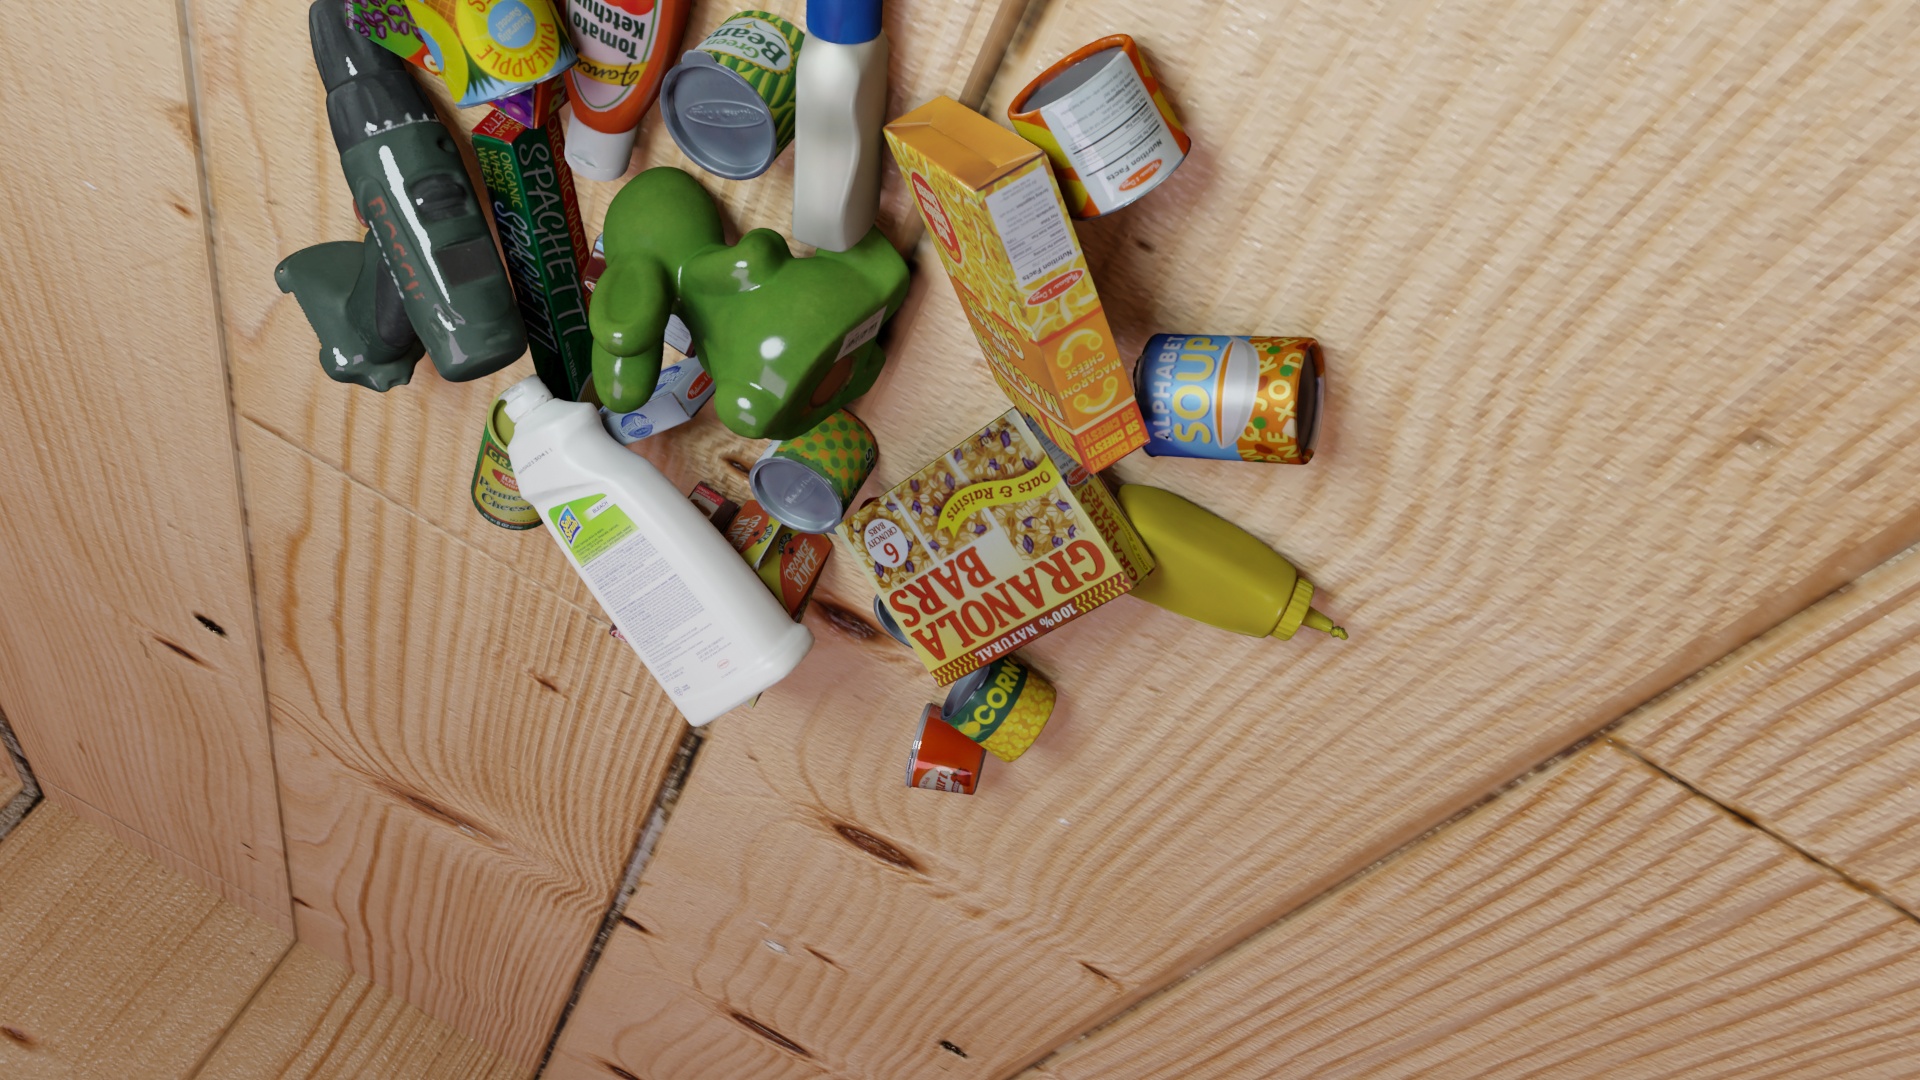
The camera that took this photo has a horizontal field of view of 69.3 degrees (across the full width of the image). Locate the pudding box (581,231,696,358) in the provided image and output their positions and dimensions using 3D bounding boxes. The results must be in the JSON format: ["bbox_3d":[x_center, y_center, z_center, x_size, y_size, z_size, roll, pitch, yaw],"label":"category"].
[{"bbox_3d":[-0.189,-0.157,0.861,0.084,0.030,0.049,33,143,-5],"label":"pudding box"}]

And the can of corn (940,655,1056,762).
[{"bbox_3d":[0.029,0.118,1.002,0.058,0.071,0.071,35,141,-9],"label":"can of corn"}]

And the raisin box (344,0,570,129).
[{"bbox_3d":[-0.271,-0.292,0.754,0.123,0.040,0.085,29,141,-1],"label":"raisin box"}]

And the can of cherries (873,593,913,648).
[{"bbox_3d":[-0.016,0.034,0.945,0.071,0.059,0.071,17,140,16],"label":"can of cherries"}]

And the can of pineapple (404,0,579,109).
[{"bbox_3d":[-0.231,-0.254,0.688,0.071,0.071,0.057,0,126,31],"label":"can of pineapple"}]

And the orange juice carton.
[{"bbox_3d":[-0.151,0.040,1.022,0.073,0.072,0.191,28,142,-1],"label":"orange juice carton"}]

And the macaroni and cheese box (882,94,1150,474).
[{"bbox_3d":[0.028,-0.128,0.697,0.124,0.040,0.165,51,170,54],"label":"macaroni and cheese box"}]

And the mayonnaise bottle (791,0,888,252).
[{"bbox_3d":[-0.059,-0.220,0.689,0.041,0.065,0.147,16,136,8],"label":"mayonnaise bottle"}]

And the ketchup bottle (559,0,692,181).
[{"bbox_3d":[-0.183,-0.256,0.737,0.065,0.044,0.148,28,142,-4],"label":"ketchup bottle"}]

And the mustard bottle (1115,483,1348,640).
[{"bbox_3d":[0.158,0.023,0.833,0.160,0.049,0.065,26,138,3],"label":"mustard bottle"}]

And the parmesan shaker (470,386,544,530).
[{"bbox_3d":[-0.317,-0.058,1.022,0.071,0.072,0.102,33,142,-5],"label":"parmesan shaker"}]

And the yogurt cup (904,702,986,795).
[{"bbox_3d":[-0.009,0.165,1.083,0.054,0.073,0.072,14,140,6],"label":"yogurt cup"}]

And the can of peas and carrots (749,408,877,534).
[{"bbox_3d":[-0.092,-0.046,0.902,0.071,0.059,0.070,17,141,14],"label":"can of peas and carrots"}]

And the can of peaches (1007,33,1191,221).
[{"bbox_3d":[0.063,-0.191,0.642,0.071,0.071,0.058,-12,126,40],"label":"can of peaches"}]

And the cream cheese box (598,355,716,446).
[{"bbox_3d":[-0.201,-0.092,0.922,0.103,0.054,0.024,-14,121,40],"label":"cream cheese box"}]

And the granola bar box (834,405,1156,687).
[{"bbox_3d":[0.018,0.003,0.836,0.165,0.039,0.124,-31,93,39],"label":"granola bar box"}]

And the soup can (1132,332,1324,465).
[{"bbox_3d":[0.139,-0.074,0.720,0.084,0.072,0.071,5,136,26],"label":"soup can"}]

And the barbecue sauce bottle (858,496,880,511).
[{"bbox_3d":[0.003,-0.011,0.894,0.148,0.044,0.064,0,126,32],"label":"barbecue sauce bottle"}]

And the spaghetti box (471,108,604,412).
[{"bbox_3d":[-0.258,-0.162,0.882,0.029,0.050,0.248,16,140,12],"label":"spaghetti box"}]

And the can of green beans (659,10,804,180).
[{"bbox_3d":[-0.110,-0.228,0.711,0.071,0.058,0.071,17,140,15],"label":"can of green beans"}]
